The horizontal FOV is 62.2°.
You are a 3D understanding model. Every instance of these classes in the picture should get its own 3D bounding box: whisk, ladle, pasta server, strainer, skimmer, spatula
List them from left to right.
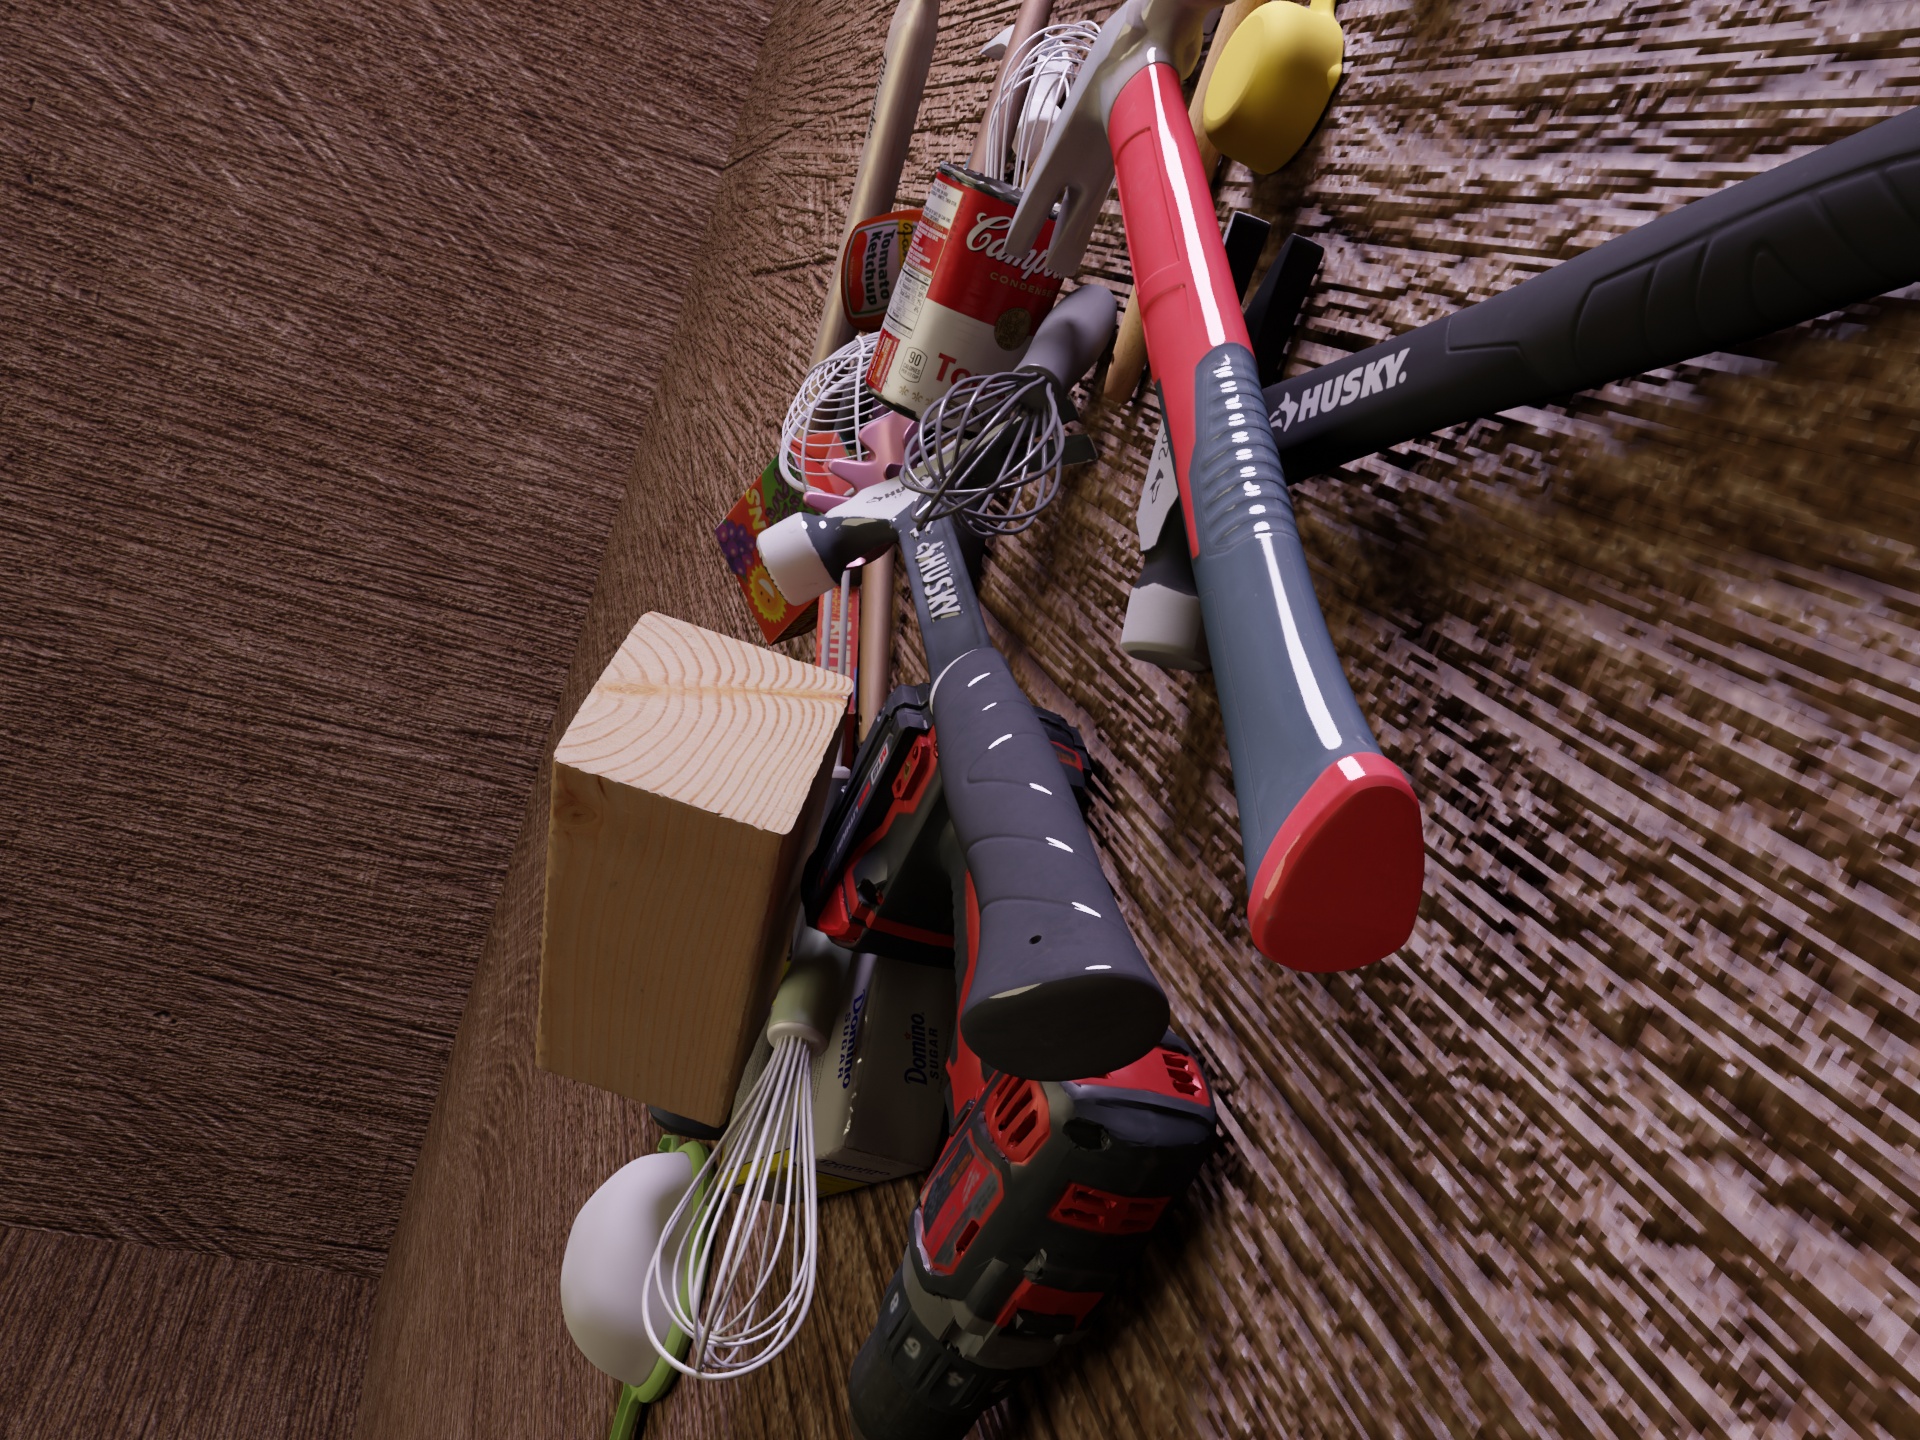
[{"bbox_3d":[-0.214,0.374,0.943,0.151,0.069,0.256,172,114,-70],"label":"strainer"},{"bbox_3d":[-0.066,0.130,0.613,0.057,0.059,0.247,90,-170,-47],"label":"whisk"},{"bbox_3d":[-0.048,-0.032,0.838,0.127,0.090,0.363,2,88,32],"label":"skimmer"},{"bbox_3d":[-0.044,-0.134,0.906,0.059,0.018,0.316,137,138,-61],"label":"spatula"},{"bbox_3d":[-0.010,-0.217,0.770,0.060,0.040,0.316,18,90,55],"label":"pasta server"},{"bbox_3d":[0.022,-0.182,0.750,0.070,0.070,0.284,-133,55,-69],"label":"whisk"},{"bbox_3d":[0.029,-0.128,0.603,0.055,0.055,0.239,-61,0,34],"label":"whisk"},{"bbox_3d":[0.110,-0.277,0.615,0.069,0.031,0.315,-102,29,-76],"label":"ladle"}]

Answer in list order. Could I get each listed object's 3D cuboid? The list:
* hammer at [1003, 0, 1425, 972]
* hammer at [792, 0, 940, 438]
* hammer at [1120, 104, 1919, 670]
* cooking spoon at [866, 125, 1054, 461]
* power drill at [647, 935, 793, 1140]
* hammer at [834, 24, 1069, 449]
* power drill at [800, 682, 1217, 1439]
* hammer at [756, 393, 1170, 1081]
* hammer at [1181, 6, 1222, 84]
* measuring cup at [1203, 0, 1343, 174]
[{"bbox_3d":[0.064,-0.091,0.470,0.143,0.038,0.387,122,154,-44],"label":"hammer"},{"bbox_3d":[-0.063,-0.274,0.963,0.146,0.038,0.410,-103,28,-59],"label":"hammer"},{"bbox_3d":[0.135,-0.095,0.387,0.335,0.035,0.146,174,110,-70],"label":"hammer"},{"bbox_3d":[0.012,-0.235,0.874,0.318,0.017,0.069,-55,41,44],"label":"cooking spoon"},{"bbox_3d":[-0.143,0.111,0.949,0.229,0.080,0.190,-133,61,-66],"label":"power drill"},{"bbox_3d":[-0.019,-0.278,0.975,0.331,0.033,0.128,130,149,-50],"label":"hammer"},{"bbox_3d":[0.000,0.116,0.543,0.227,0.080,0.187,-105,35,-51],"label":"power drill"},{"bbox_3d":[0.006,-0.019,0.515,0.149,0.036,0.409,-27,25,5],"label":"hammer"},{"bbox_3d":[0.085,-0.414,0.786,0.337,0.034,0.127,-104,34,-56],"label":"hammer"},{"bbox_3d":[0.123,-0.277,0.572,0.062,0.029,0.156,-158,83,-71],"label":"measuring cup"}]
